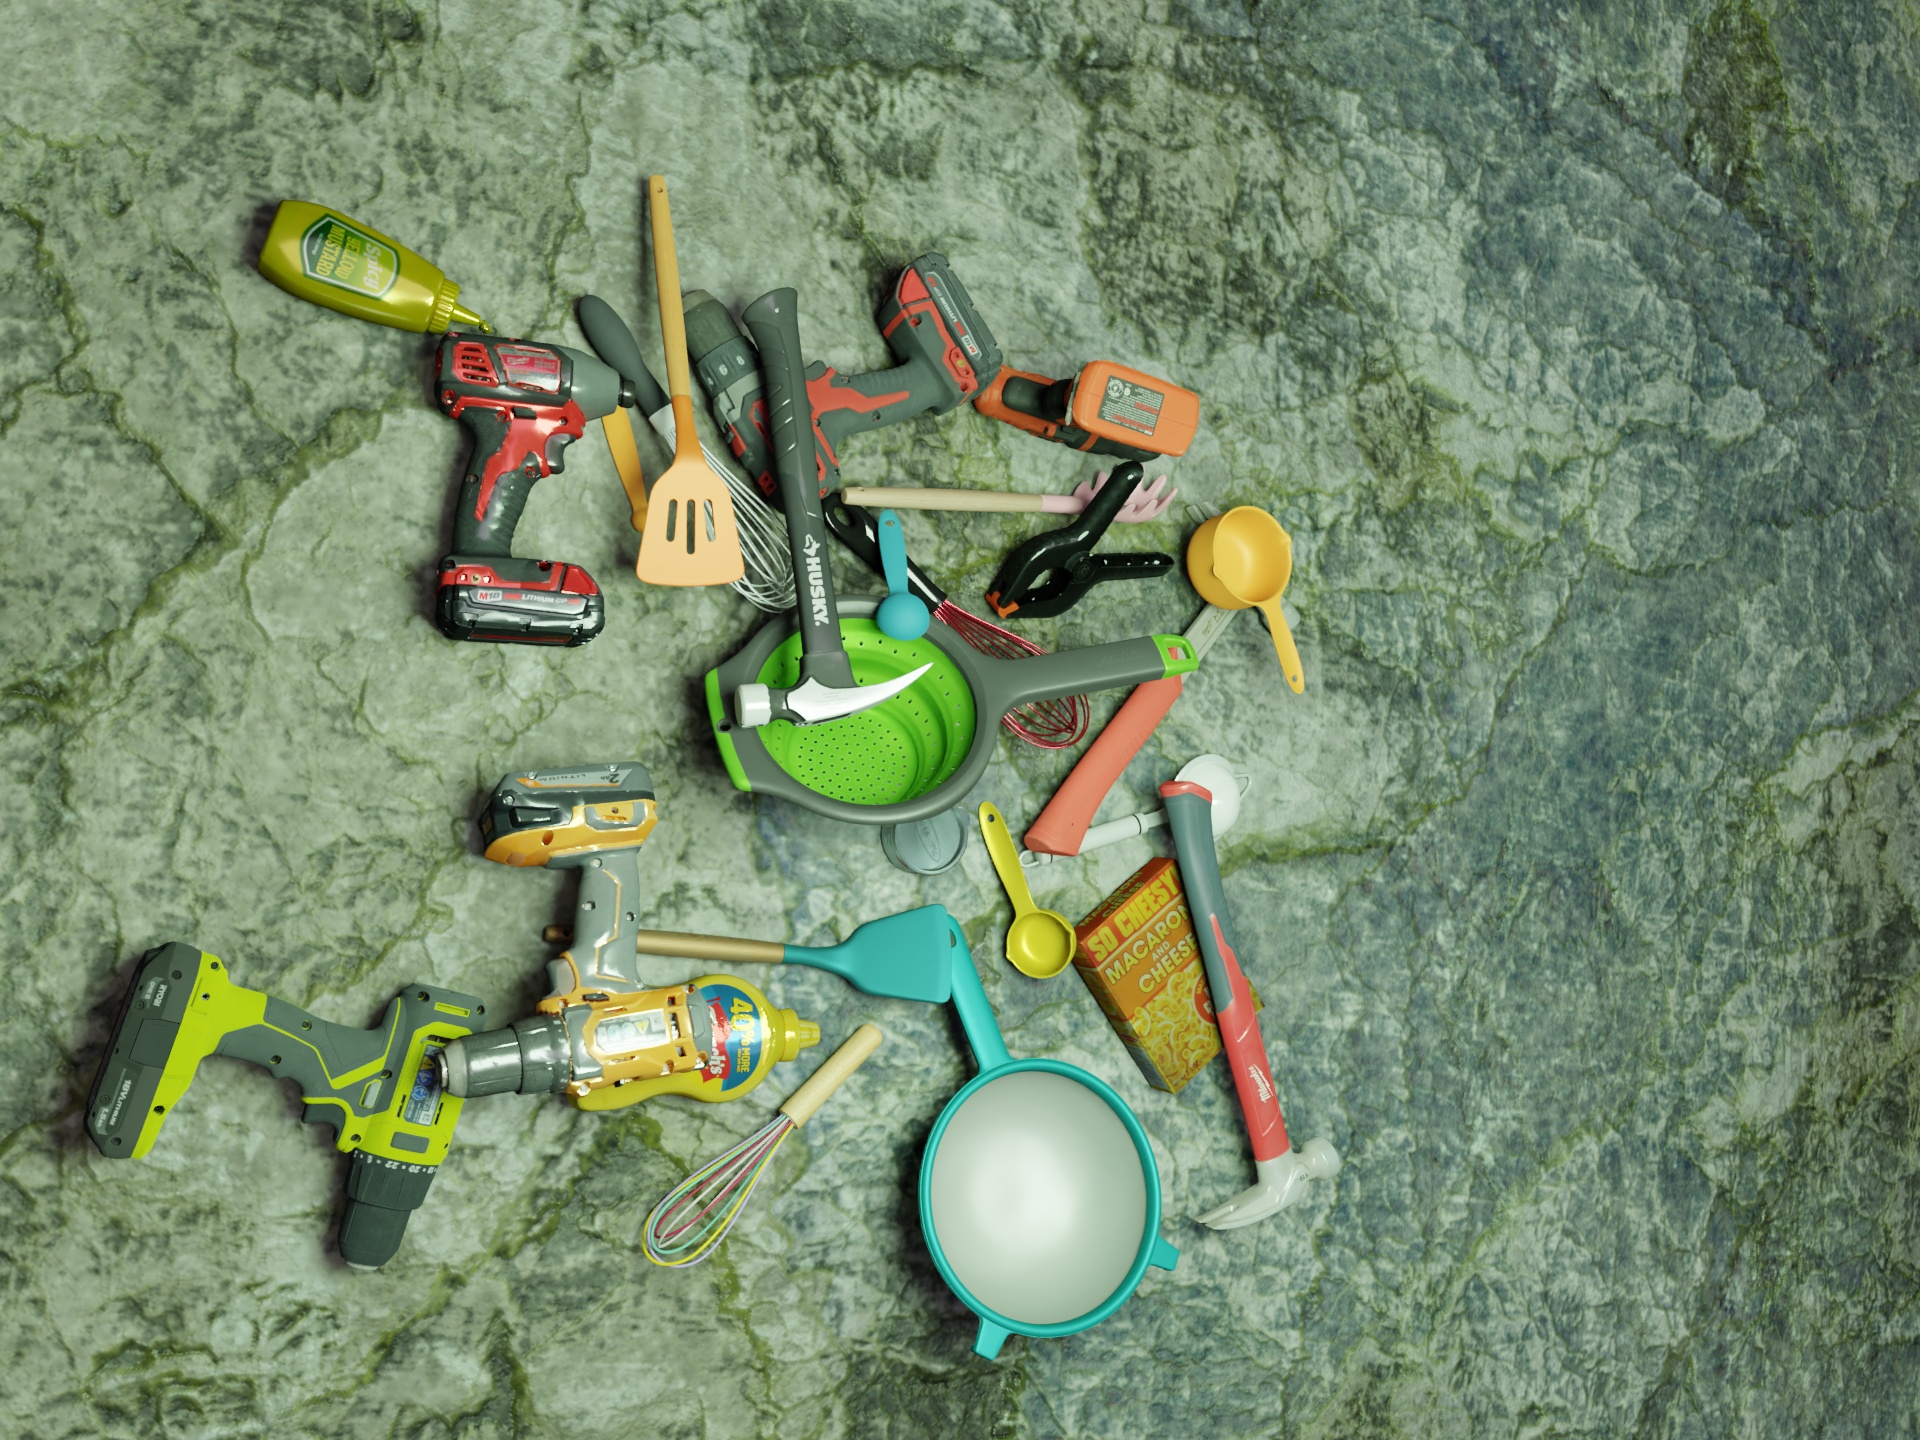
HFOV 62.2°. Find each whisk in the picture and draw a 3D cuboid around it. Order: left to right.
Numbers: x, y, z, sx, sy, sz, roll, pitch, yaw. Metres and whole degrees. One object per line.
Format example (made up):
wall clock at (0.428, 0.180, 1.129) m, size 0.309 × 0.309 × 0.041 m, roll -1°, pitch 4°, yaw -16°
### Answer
whisk at (-0.209, -0.204, 1.227) m, size 0.070 × 0.070 × 0.284 m, roll -37°, pitch 98°, yaw -23°
whisk at (-0.152, 0.322, 1.230) m, size 0.245 × 0.047 × 0.051 m, roll -43°, pitch 117°, yaw -26°
whisk at (-0.004, -0.083, 1.319) m, size 0.295 × 0.073 × 0.073 m, roll 43°, pitch 70°, yaw -12°

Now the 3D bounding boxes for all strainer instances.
strainer at (0.027, 0.327, 1.299) m, size 0.211 × 0.095 × 0.340 m, roll -15°, pitch 77°, yaw -28°
strainer at (0.165, 0.091, 1.401) m, size 0.258 × 0.050 × 0.086 m, roll -15°, pitch 108°, yaw -23°

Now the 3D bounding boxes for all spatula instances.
spatula at (-0.215, -0.260, 1.196) m, size 0.081 × 0.041 × 0.323 m, roll -3°, pitch 76°, yaw -21°
spatula at (-0.160, 0.174, 1.231) m, size 0.317 × 0.044 × 0.082 m, roll 8°, pitch 65°, yaw -24°

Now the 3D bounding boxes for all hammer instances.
hammer at (-0.113, -0.164, 1.189) m, size 0.146 × 0.035 × 0.335 m, roll -6°, pitch 81°, yaw -18°
hammer at (0.164, -0.026, 1.397) m, size 0.149 × 0.037 × 0.359 m, roll 47°, pitch 65°, yaw -16°
hammer at (0.222, 0.242, 1.374) m, size 0.143 × 0.038 × 0.386 m, roll -19°, pitch 97°, yaw -25°

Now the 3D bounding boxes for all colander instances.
colander at (-0.002, -0.004, 1.258) m, size 0.397 × 0.094 × 0.205 m, roll -10°, pitch 61°, yaw -18°

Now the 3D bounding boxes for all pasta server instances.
pasta server at (0.046, -0.191, 1.345) m, size 0.316 × 0.060 × 0.040 m, roll -2°, pitch 130°, yaw -30°

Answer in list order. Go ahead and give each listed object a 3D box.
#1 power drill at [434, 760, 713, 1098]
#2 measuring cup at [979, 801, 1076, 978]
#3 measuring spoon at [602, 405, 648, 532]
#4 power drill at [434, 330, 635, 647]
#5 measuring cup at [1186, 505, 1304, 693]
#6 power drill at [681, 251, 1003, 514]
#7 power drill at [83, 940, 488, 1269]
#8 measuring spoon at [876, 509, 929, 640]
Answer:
power drill at (-0.283, 0.151, 1.115) m, size 0.185 × 0.084 × 0.226 m, roll -5°, pitch 72°, yaw -30°
measuring cup at (0.052, 0.141, 1.346) m, size 0.062 × 0.029 × 0.156 m, roll -24°, pitch 82°, yaw 18°
measuring spoon at (-0.256, -0.202, 1.223) m, size 0.021 × 0.011 × 0.117 m, roll -17°, pitch 94°, yaw -26°
power drill at (-0.310, -0.168, 1.157) m, size 0.143 × 0.078 × 0.220 m, roll 3°, pitch 83°, yaw -23°
measuring cup at (0.258, -0.102, 1.410) m, size 0.095 × 0.052 × 0.173 m, roll -25°, pitch 99°, yaw -29°
power drill at (-0.101, -0.291, 1.271) m, size 0.226 × 0.080 × 0.188 m, roll -33°, pitch 94°, yaw -20°
power drill at (-0.451, 0.255, 1.065) m, size 0.228 × 0.080 × 0.191 m, roll 21°, pitch 77°, yaw -27°
measuring spoon at (-0.049, -0.121, 1.251) m, size 0.042 × 0.021 × 0.129 m, roll -1°, pitch 58°, yaw -13°
